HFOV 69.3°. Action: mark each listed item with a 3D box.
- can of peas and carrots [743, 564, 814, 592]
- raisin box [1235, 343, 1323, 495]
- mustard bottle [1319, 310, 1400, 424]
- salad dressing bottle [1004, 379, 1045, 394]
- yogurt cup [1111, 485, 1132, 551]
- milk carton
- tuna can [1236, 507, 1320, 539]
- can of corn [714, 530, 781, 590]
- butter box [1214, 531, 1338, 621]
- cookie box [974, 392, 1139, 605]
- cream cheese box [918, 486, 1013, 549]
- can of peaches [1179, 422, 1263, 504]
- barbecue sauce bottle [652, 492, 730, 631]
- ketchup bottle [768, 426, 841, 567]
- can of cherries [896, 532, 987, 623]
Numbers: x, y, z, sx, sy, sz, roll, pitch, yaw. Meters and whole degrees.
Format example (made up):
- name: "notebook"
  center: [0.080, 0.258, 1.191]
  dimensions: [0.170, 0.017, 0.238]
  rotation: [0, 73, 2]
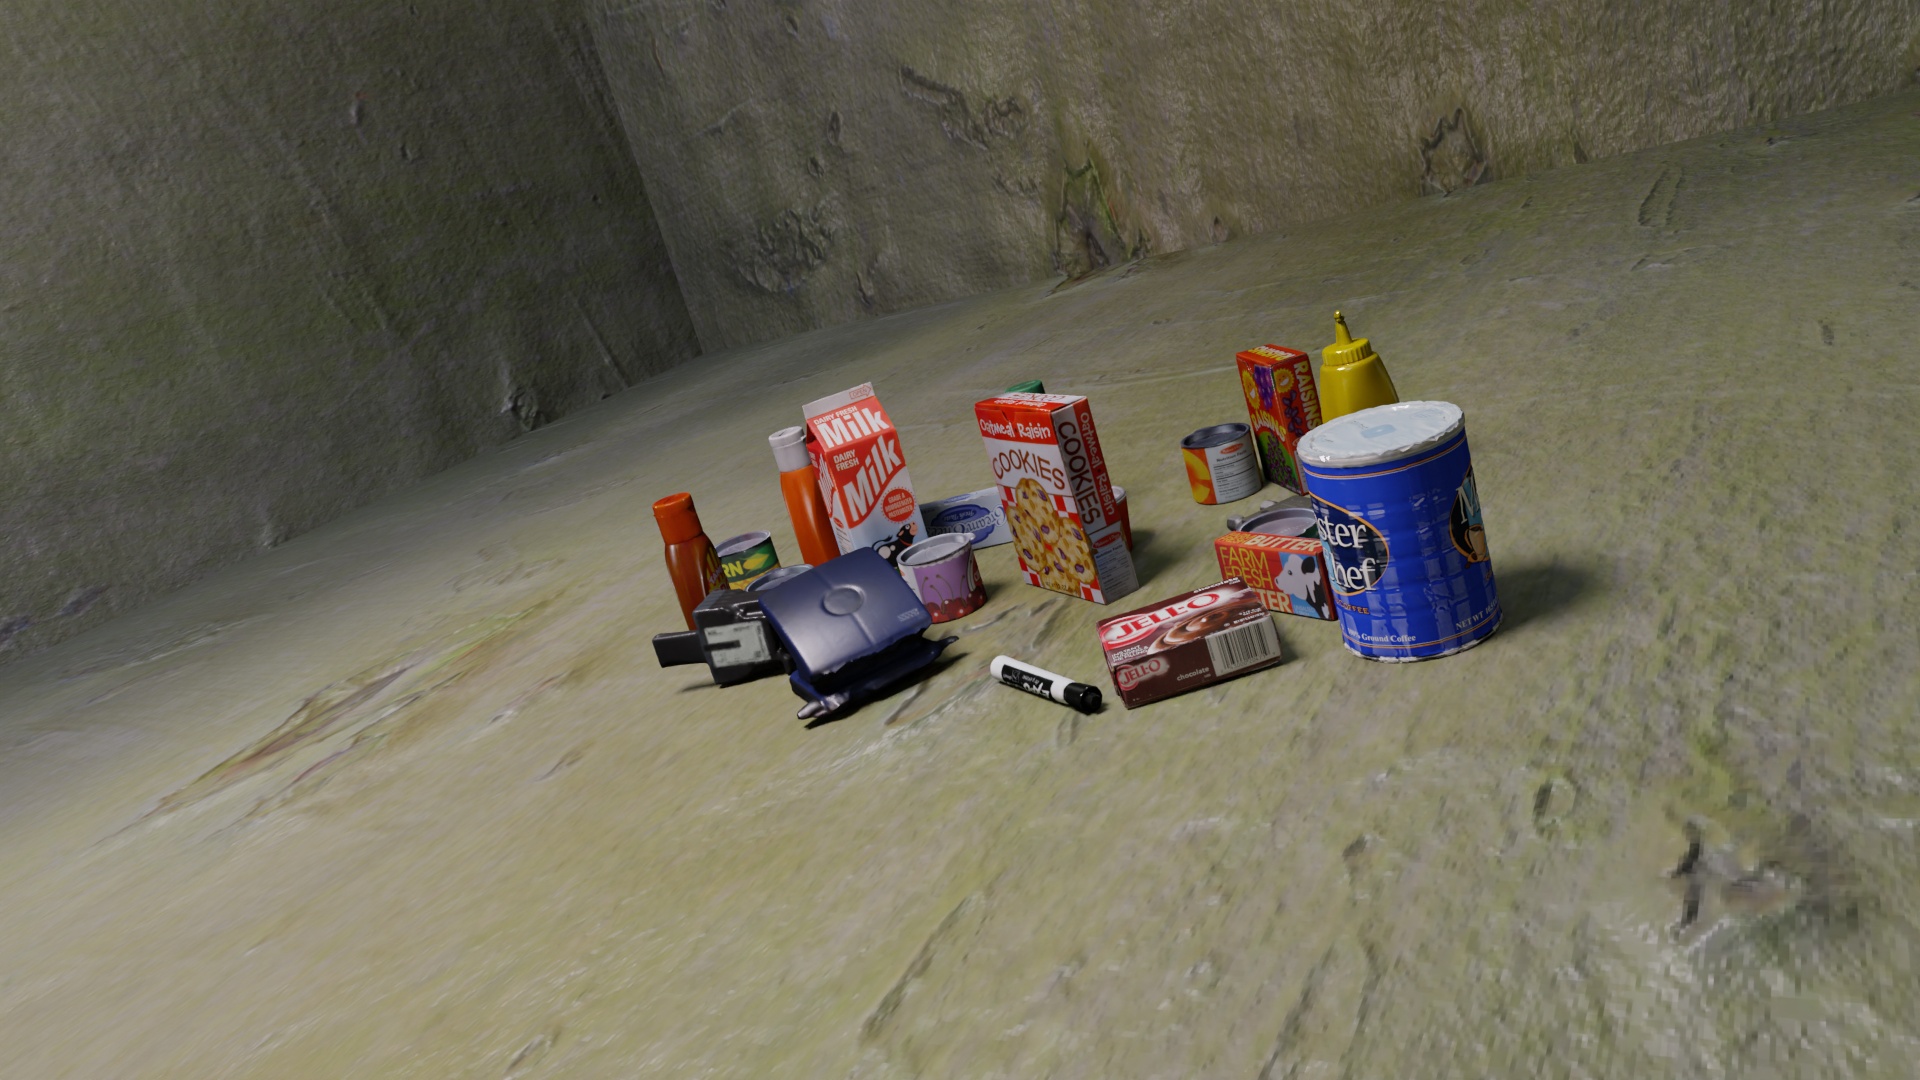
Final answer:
- name: "can of peas and carrots"
  center: [-0.155, 0.060, 1.250]
  dimensions: [0.071, 0.058, 0.071]
  rotation: [-16, 16, 5]
- name: "raisin box"
  center: [0.292, -0.110, 1.249]
  dimensions: [0.040, 0.123, 0.086]
  rotation: [-18, 16, -5]
- name: "mustard bottle"
  center: [0.334, -0.117, 1.165]
  dimensions: [0.065, 0.159, 0.049]
  rotation: [-20, 16, -12]
- name: "salad dressing bottle"
  center: [0.079, -0.076, 1.307]
  dimensions: [0.064, 0.147, 0.044]
  rotation: [-22, 16, -16]
- name: "yogurt cup"
  center: [0.119, -0.012, 1.223]
  dimensions: [0.072, 0.053, 0.072]
  rotation: [-16, 16, 5]
- name: "milk carton"
  center: [-0.088, -0.048, 1.303]
  dimensions: [0.072, 0.190, 0.073]
  rotation: [-22, 17, -16]
- name: "tuna can"
  center: [0.252, 0.002, 1.083]
  dimensions: [0.071, 0.032, 0.071]
  rotation: [-16, 16, 5]
- name: "can of corn"
  center: [-0.218, 0.030, 1.414]
  dimensions: [0.071, 0.058, 0.071]
  rotation: [-16, 16, 5]
- name: "butter box"
  center: [0.230, 0.024, 0.997]
  dimensions: [0.024, 0.053, 0.103]
  rotation: [-26, 18, -29]
- name: "cookie box"
  center: [0.077, -0.038, 1.147]
  dimensions: [0.040, 0.167, 0.123]
  rotation: [-24, 18, -24]
- name: "cream cheese box"
  center: [0.005, -0.017, 1.354]
  dimensions: [0.104, 0.053, 0.024]
  rotation: [-13, 16, 13]
- name: "can of peaches"
  center: [0.242, -0.072, 1.289]
  dimensions: [0.071, 0.058, 0.071]
  rotation: [-16, 16, 5]
- name: "barbecue sauce bottle"
  center: [-0.241, 0.031, 1.274]
  dimensions: [0.043, 0.148, 0.065]
  rotation: [-13, 16, 14]
- name: "ketchup bottle"
  center: [-0.156, -0.042, 1.426]
  dimensions: [0.043, 0.148, 0.065]
  rotation: [-11, 17, 20]
- name: "can of cherries"
  center: [-0.013, 0.032, 1.202]
  dimensions: [0.071, 0.058, 0.072]
  rotation: [-16, 16, 5]
